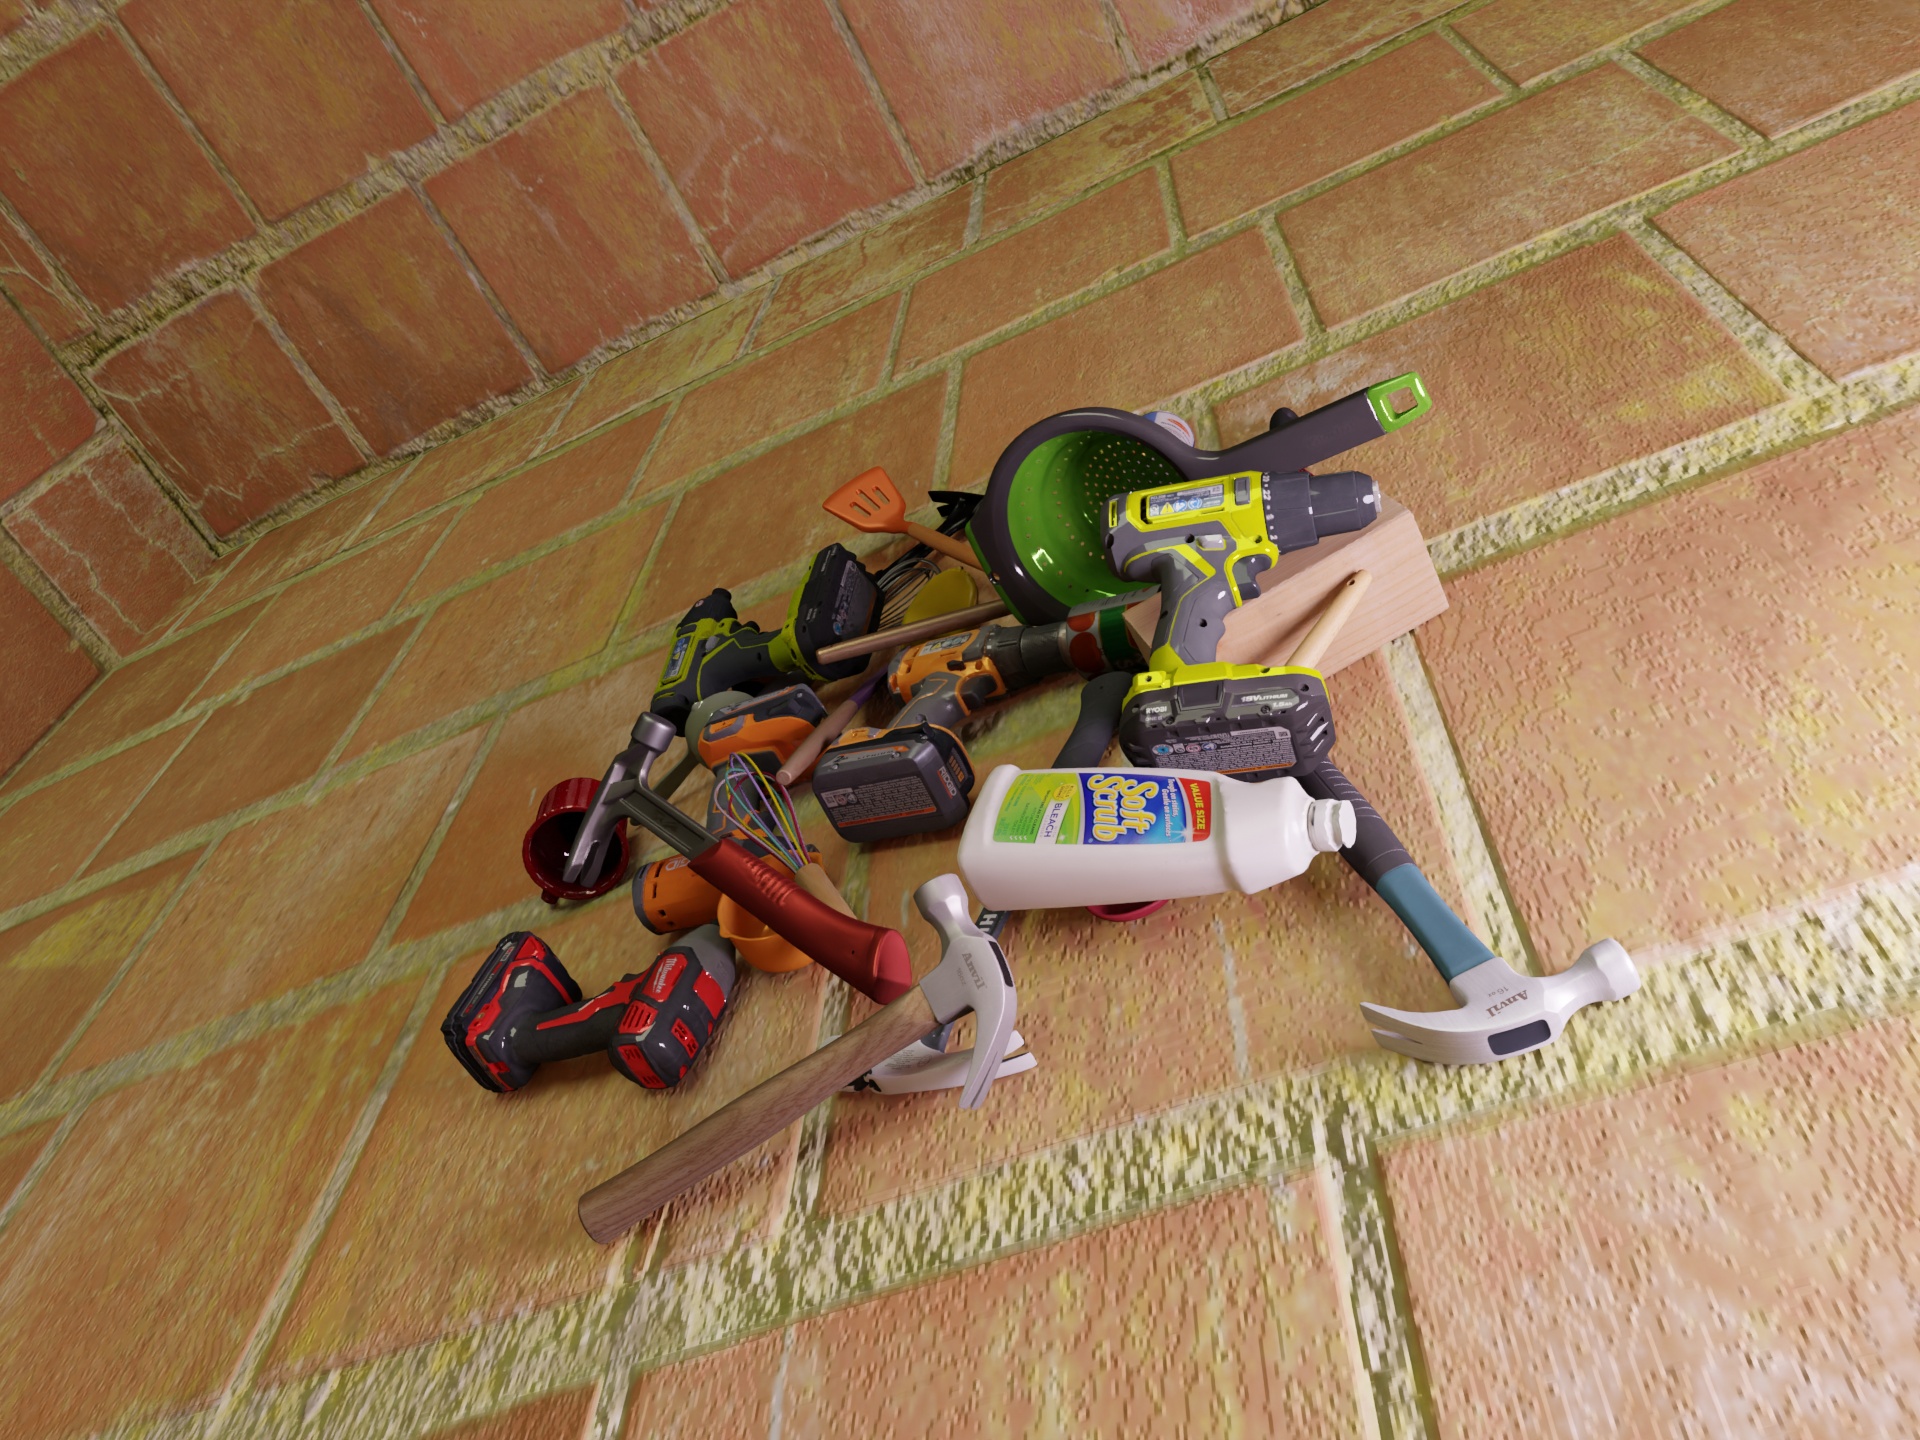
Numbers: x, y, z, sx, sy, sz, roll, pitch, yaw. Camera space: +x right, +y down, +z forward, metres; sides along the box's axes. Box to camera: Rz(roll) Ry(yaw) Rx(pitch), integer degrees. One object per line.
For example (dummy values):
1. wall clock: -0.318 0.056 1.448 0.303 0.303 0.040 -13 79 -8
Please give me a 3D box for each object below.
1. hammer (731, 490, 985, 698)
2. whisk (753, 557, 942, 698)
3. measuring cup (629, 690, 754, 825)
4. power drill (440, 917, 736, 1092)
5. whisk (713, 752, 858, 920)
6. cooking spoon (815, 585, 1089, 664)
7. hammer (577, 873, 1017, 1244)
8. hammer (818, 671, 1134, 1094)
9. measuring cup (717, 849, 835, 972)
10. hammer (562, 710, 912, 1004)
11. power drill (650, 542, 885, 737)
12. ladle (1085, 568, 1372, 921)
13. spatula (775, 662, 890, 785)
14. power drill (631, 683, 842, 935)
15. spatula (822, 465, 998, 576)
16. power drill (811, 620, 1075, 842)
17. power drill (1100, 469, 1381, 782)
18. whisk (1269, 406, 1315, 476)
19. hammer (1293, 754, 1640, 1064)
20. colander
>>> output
1. hammer: -0.104 -0.129 1.640 0.337 0.034 0.127 -41 30 -19
2. whisk: -0.113 -0.076 1.557 0.239 0.055 0.055 -39 29 -6
3. measuring cup: -0.244 0.046 1.473 0.167 0.083 0.038 -46 42 5
4. power drill: -0.271 0.212 1.207 0.220 0.078 0.143 -9 35 30
5. whisk: -0.121 0.103 1.165 0.047 0.051 0.245 -50 46 8
6. cooking spoon: 0.028 -0.097 1.399 0.319 0.017 0.069 -15 22 -7
7. hammer: -0.107 0.237 0.994 0.331 0.031 0.130 -35 65 14
8. hammer: 0.048 0.099 1.125 0.149 0.036 0.409 -7 36 35
9. measuring cup: -0.106 0.161 1.161 0.095 0.052 0.174 -40 42 -18
10. hammer: -0.164 0.119 1.144 0.359 0.036 0.149 27 93 43
11. power drill: -0.189 -0.085 1.533 0.223 0.080 0.171 -16 44 31
12. ladle: 0.190 0.016 1.078 0.315 0.031 0.069 -51 37 -15
13. spatula: -0.099 -0.005 1.349 0.059 0.018 0.316 -42 4 22
14. power drill: -0.168 0.073 1.330 0.164 0.084 0.227 -16 36 25
15. spatula: -0.041 -0.195 1.612 0.081 0.041 0.323 -36 31 -13
16. power drill: -0.002 -0.004 1.297 0.185 0.084 0.226 -12 28 31
17. power drill: 0.191 -0.075 1.070 0.190 0.080 0.229 -7 54 18
18. whisk: 0.285 -0.215 1.387 0.073 0.073 0.296 -19 25 21
19. hammer: 0.256 0.088 0.946 0.128 0.033 0.331 -28 28 3
20. colander: 0.193 -0.198 1.275 0.397 0.204 0.094 -20 20 35
